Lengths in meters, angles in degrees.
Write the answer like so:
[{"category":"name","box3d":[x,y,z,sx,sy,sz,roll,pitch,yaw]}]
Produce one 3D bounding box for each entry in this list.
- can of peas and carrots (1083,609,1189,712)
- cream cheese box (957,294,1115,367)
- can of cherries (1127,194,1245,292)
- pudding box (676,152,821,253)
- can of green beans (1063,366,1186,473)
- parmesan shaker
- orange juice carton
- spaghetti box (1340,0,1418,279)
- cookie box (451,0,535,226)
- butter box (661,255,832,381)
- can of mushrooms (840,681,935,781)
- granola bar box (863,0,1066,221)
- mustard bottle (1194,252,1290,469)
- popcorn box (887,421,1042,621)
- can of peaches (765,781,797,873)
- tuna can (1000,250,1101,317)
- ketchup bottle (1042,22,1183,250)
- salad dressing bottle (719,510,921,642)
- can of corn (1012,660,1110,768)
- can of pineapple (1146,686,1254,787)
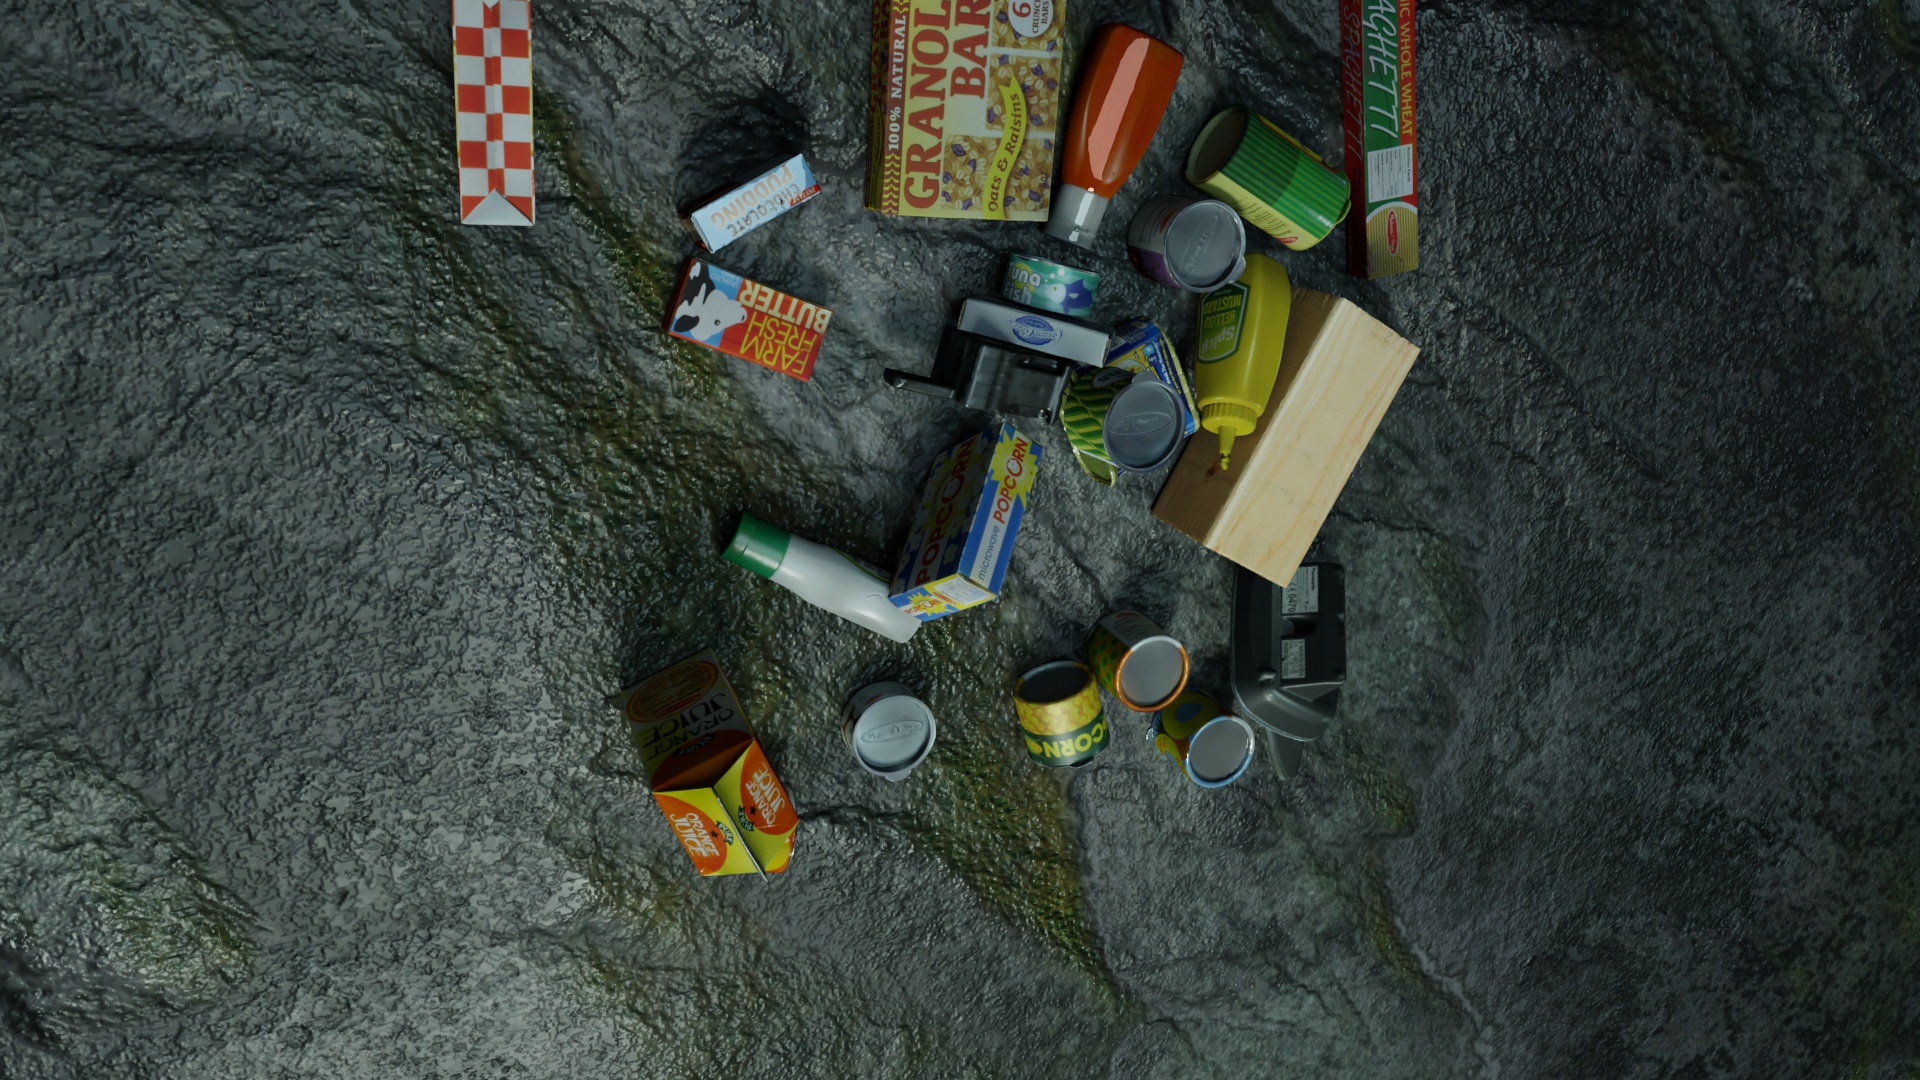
[{"category":"can of peas and carrots","box3d":[0.139,0.098,1.100,0.071,0.059,0.070,-7,109,-20]},{"category":"cream cheese box","box3d":[0.054,-0.147,0.964,0.104,0.053,0.024,16,107,6]},{"category":"can of cherries","box3d":[0.165,-0.215,1.009,0.071,0.058,0.071,-7,109,-21]},{"category":"pudding box","box3d":[-0.136,-0.217,0.889,0.084,0.050,0.030,-32,114,-11]},{"category":"can of green beans","box3d":[0.113,-0.085,0.964,0.071,0.058,0.071,-8,108,-24]},{"category":"parmesan shaker","box3d":[0.225,-0.264,1.010,0.103,0.071,0.071,25,97,-27]},{"category":"orange juice carton","box3d":[-0.164,0.150,0.916,0.073,0.193,0.071,-28,116,-11]},{"category":"spaghetti box","box3d":[0.318,-0.326,1.053,0.050,0.029,0.249,-15,112,-17]},{"category":"cookie box","box3d":[-0.256,-0.244,0.765,0.040,0.168,0.122,-2,108,-18]},{"category":"butter box","box3d":[-0.141,-0.147,0.924,0.103,0.024,0.053,18,99,-26]},{"category":"can of mushrooms","box3d":[-0.055,0.144,1.049,0.071,0.033,0.070,-7,109,-21]},{"category":"granola bar box","box3d":[0.003,-0.300,0.925,0.124,0.039,0.165,-3,108,-22]},{"category":"mustard bottle","box3d":[0.203,-0.130,1.022,0.049,0.065,0.160,18,74,-35]},{"category":"popcorn box","box3d":[0.003,-0.012,0.963,0.038,0.085,0.127,32,59,-25]},{"category":"can of peaches","box3d":[-0.157,0.210,1.011,0.058,0.071,0.071,8,104,-24]},{"category":"tuna can","box3d":[0.061,-0.180,0.972,0.071,0.071,0.032,8,105,-24]},{"category":"ketchup bottle","box3d":[0.101,-0.279,0.970,0.065,0.043,0.148,17,100,-25]},{"category":"salad dressing bottle","box3d":[-0.096,0.025,0.981,0.147,0.064,0.044,26,90,-20]},{"category":"can of corn","box3d":[0.079,0.135,1.081,0.071,0.071,0.058,-22,113,-15]},{"category":"can of pineapple","box3d":[0.199,0.164,1.146,0.071,0.058,0.070,-7,110,-20]}]
